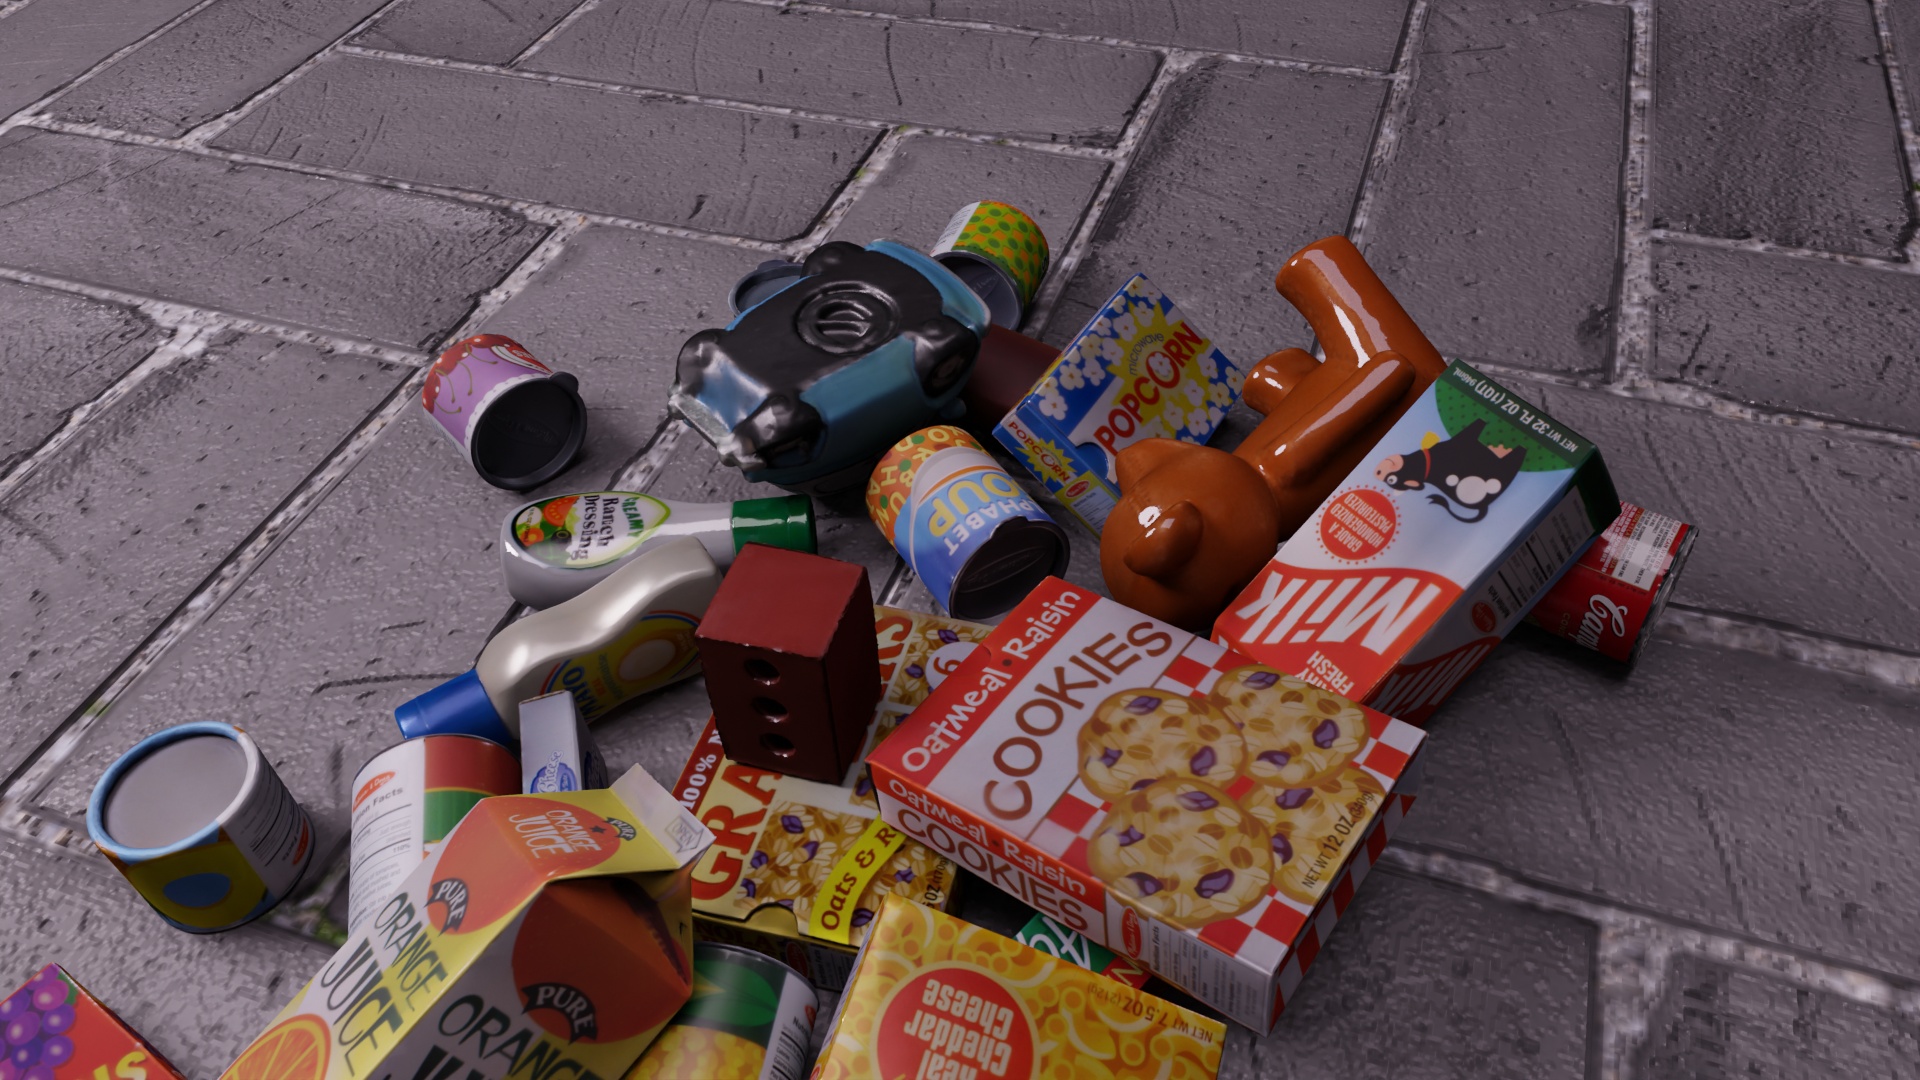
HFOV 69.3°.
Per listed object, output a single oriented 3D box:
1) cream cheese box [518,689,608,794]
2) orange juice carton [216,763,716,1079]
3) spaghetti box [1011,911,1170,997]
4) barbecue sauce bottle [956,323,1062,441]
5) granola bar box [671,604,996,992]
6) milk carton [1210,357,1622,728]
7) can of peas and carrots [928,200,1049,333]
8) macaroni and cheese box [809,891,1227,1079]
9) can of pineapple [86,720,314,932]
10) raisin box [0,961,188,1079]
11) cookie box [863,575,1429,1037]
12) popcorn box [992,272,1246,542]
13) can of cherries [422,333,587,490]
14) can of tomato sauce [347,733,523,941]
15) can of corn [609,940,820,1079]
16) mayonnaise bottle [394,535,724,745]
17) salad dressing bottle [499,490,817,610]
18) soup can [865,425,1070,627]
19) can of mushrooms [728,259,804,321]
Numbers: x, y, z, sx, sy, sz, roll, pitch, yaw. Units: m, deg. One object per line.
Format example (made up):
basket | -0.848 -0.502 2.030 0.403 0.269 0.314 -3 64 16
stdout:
cream cheese box | -0.157 0.117 0.559 0.024 0.053 0.104 -16 46 -5
orange juice carton | -0.160 0.157 0.452 0.193 0.073 0.072 -48 33 -14
spaghetti box | -0.003 0.199 0.484 0.050 0.028 0.251 33 56 30
barbecue sauce bottle | -0.005 -0.101 0.773 0.149 0.043 0.065 28 50 28
granola bar box | -0.048 0.099 0.579 0.124 0.038 0.166 9 46 13
milk carton | 0.178 0.026 0.583 0.190 0.073 0.072 -49 52 5
can of peas and carrots | 0.015 -0.154 0.811 0.071 0.070 0.059 12 47 15
macaroni and cheese box | 0.003 0.211 0.428 0.124 0.040 0.167 21 56 1
can of pineapple | -0.310 0.116 0.565 0.071 0.057 0.071 -2 45 2
raisin box | -0.310 0.216 0.479 0.123 0.039 0.086 26 53 24
cookie box | 0.068 0.087 0.519 0.167 0.040 0.123 23 48 30
popcorn box | 0.084 -0.069 0.711 0.085 0.038 0.127 44 54 -7
can of cherries | -0.241 -0.071 0.740 0.072 0.071 0.058 -34 51 -27
can of tomato sauce | -0.201 0.129 0.543 0.071 0.070 0.083 -13 46 -9
can of corn | -0.090 0.181 0.482 0.071 0.070 0.058 4 46 8
mayonnaise bottle | -0.172 0.055 0.617 0.148 0.064 0.041 -28 47 -17
salad dressing bottle | -0.145 0.002 0.679 0.148 0.043 0.064 -5 44 -2
soup can | 0.002 -0.008 0.661 0.071 0.071 0.084 -25 49 -20
can of mushrooms | -0.102 -0.134 0.819 0.071 0.033 0.071 -2 46 2
